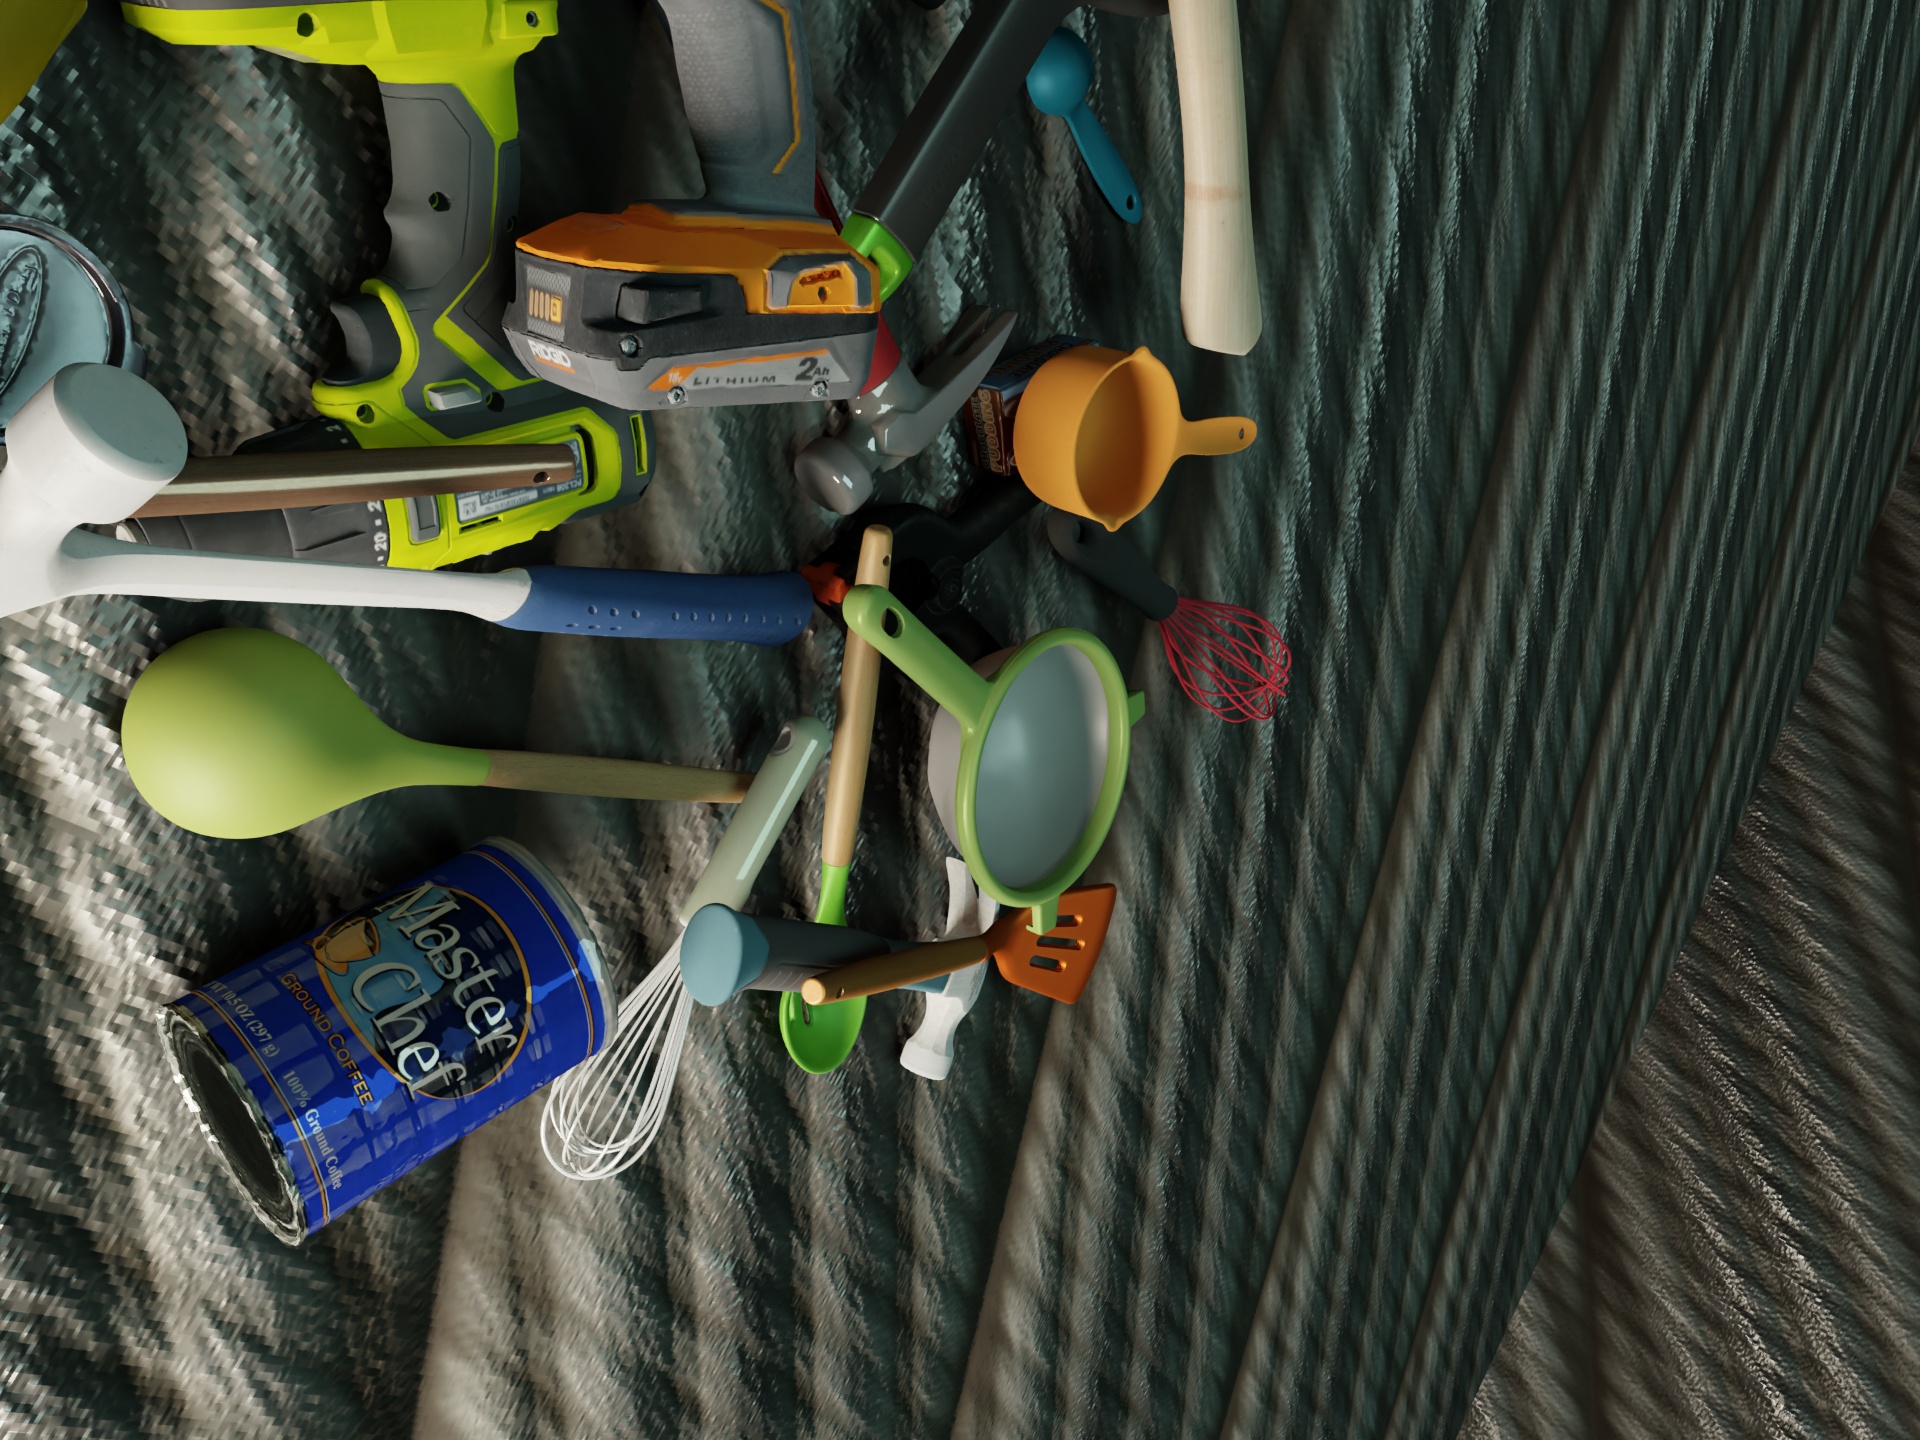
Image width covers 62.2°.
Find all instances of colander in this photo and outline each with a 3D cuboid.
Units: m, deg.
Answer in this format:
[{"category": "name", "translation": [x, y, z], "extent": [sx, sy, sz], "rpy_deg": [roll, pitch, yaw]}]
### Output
[{"category": "colander", "translation": [0.023, -0.358, 0.700], "extent": [0.397, 0.095, 0.204], "rpy_deg": [-59, 147, -3]}]

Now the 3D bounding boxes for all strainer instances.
[{"category": "strainer", "translation": [-0.001, -0.003, 0.816], "extent": [0.256, 0.069, 0.151], "rpy_deg": [41, 68, -48]}]

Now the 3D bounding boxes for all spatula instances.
[{"category": "spatula", "translation": [0.006, 0.129, 0.854], "extent": [0.322, 0.041, 0.081], "rpy_deg": [4, 106, -66]}]

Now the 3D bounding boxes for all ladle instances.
[{"category": "ladle", "translation": [-0.191, 0.017, 0.675], "extent": [0.320, 0.062, 0.078], "rpy_deg": [9, 103, -57]}]

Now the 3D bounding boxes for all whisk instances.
[{"category": "whisk", "translation": [0.131, -0.065, 0.974], "extent": [0.295, 0.073, 0.073], "rpy_deg": [30, 84, -52]}, {"category": "whisk", "translation": [-0.127, 0.107, 0.762], "extent": [0.059, 0.058, 0.246], "rpy_deg": [31, 85, -32]}]

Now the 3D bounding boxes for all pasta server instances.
[{"category": "pasta server", "translation": [-0.264, -0.062, 0.474], "extent": [0.316, 0.040, 0.060], "rpy_deg": [-11, 149, -34]}]

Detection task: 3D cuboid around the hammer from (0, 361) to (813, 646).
[{"category": "hammer", "translation": [-0.176, -0.044, 0.573], "extent": [0.144, 0.035, 0.405], "rpy_deg": [-32, 169, 22]}]

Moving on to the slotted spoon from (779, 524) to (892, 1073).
[{"category": "slotted spoon", "translation": [-0.060, 0.048, 0.813], "extent": [0.070, 0.031, 0.313], "rpy_deg": [-27, 134, -50]}]

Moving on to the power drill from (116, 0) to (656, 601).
[{"category": "power drill", "translation": [-0.205, -0.157, 0.543], "extent": [0.190, 0.080, 0.228], "rpy_deg": [-25, 127, -37]}]

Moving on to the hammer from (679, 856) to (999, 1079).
[{"category": "hammer", "translation": [-0.051, 0.125, 0.815], "extent": [0.128, 0.033, 0.330], "rpy_deg": [-70, 158, -3]}]

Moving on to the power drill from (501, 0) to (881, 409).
[{"category": "power drill", "translation": [-0.093, -0.220, 0.510], "extent": [0.164, 0.084, 0.226], "rpy_deg": [-13, 118, -41]}]

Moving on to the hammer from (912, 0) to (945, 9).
[{"category": "hammer", "translation": [-0.161, -0.322, 0.491], "extent": [0.408, 0.036, 0.149], "rpy_deg": [11, 101, -39]}]

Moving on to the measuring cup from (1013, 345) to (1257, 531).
[{"category": "measuring cup", "translation": [0.096, -0.157, 0.859], "extent": [0.173, 0.052, 0.095], "rpy_deg": [-14, 118, -47]}]

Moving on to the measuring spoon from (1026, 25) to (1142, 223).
[{"category": "measuring spoon", "translation": [0.075, -0.308, 0.836], "extent": [0.042, 0.021, 0.128], "rpy_deg": [-58, 139, -12]}]

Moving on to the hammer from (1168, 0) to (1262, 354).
[{"category": "hammer", "translation": [0.112, -0.343, 0.711], "extent": [0.146, 0.038, 0.410], "rpy_deg": [-47, 145, -23]}]

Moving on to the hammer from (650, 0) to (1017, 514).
[{"category": "hammer", "translation": [-0.083, -0.272, 0.659], "extent": [0.143, 0.038, 0.385], "rpy_deg": [-51, 138, -22]}]
